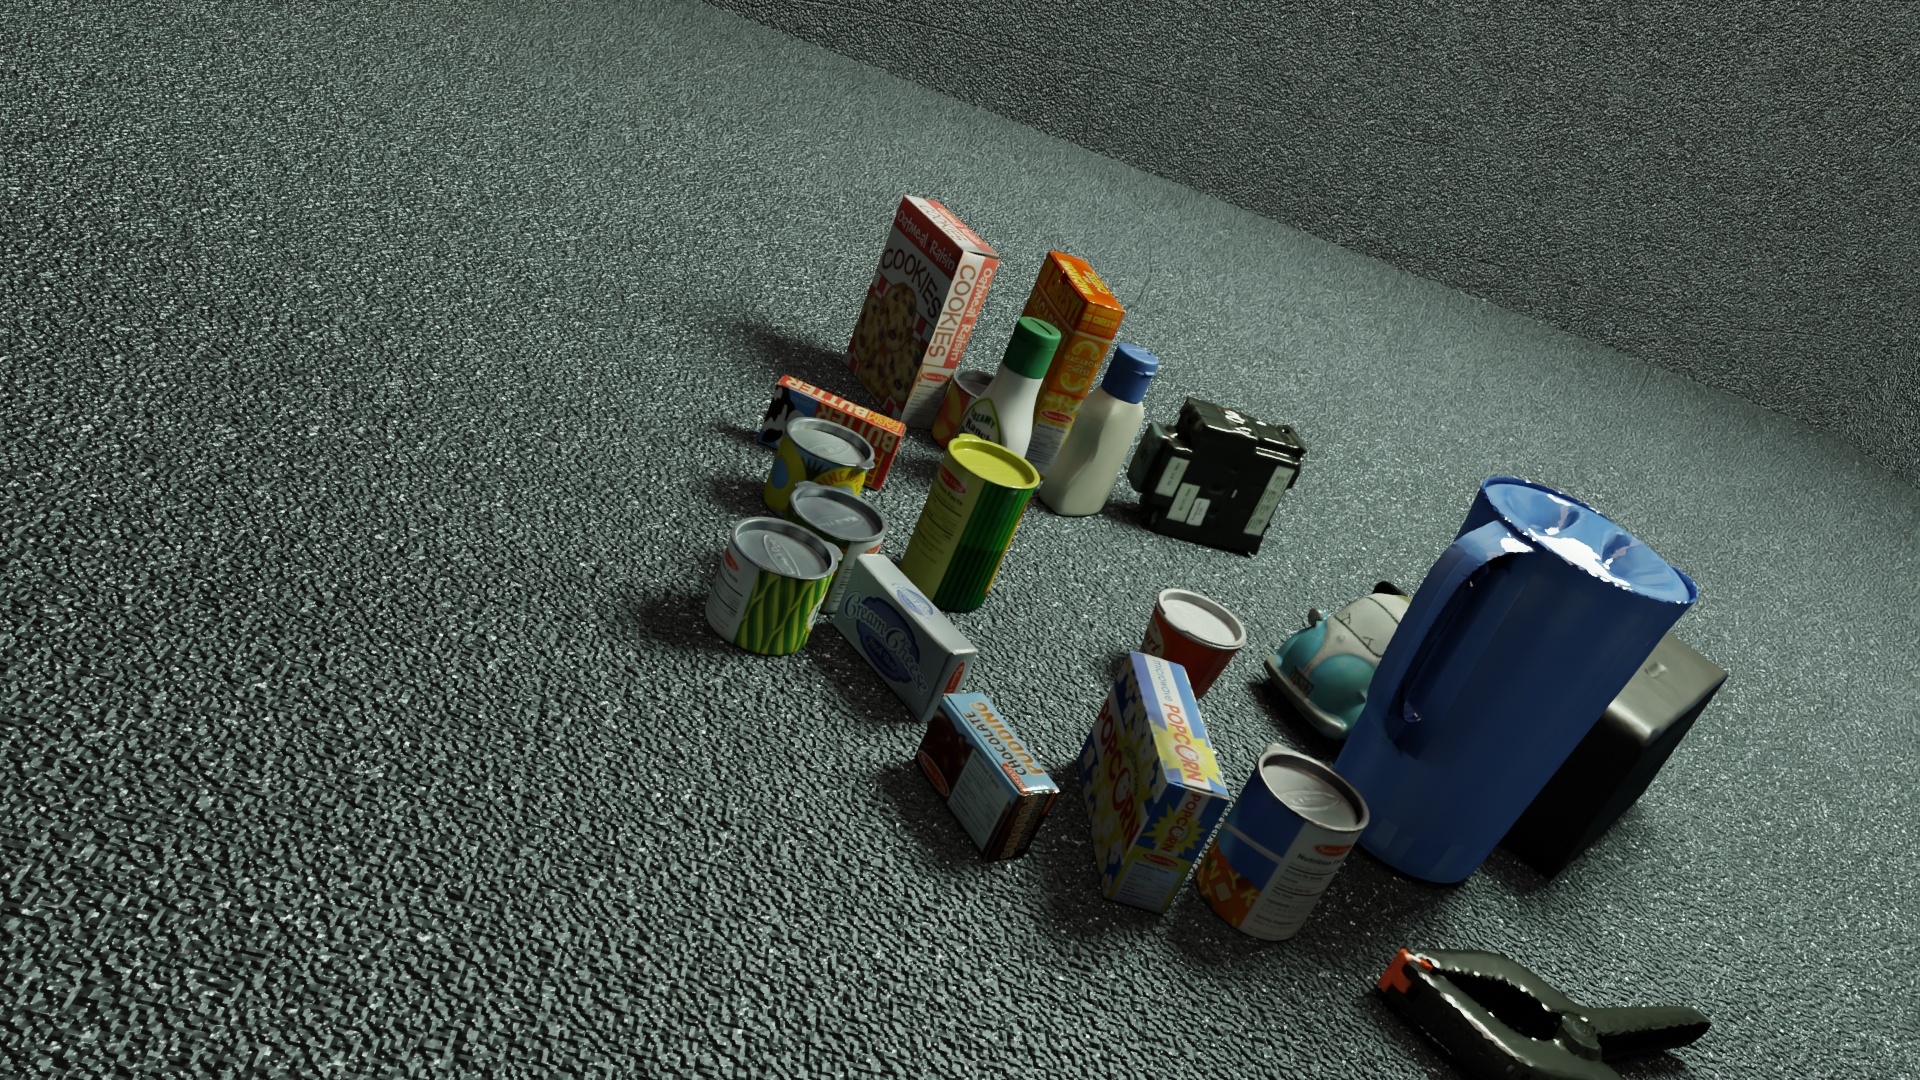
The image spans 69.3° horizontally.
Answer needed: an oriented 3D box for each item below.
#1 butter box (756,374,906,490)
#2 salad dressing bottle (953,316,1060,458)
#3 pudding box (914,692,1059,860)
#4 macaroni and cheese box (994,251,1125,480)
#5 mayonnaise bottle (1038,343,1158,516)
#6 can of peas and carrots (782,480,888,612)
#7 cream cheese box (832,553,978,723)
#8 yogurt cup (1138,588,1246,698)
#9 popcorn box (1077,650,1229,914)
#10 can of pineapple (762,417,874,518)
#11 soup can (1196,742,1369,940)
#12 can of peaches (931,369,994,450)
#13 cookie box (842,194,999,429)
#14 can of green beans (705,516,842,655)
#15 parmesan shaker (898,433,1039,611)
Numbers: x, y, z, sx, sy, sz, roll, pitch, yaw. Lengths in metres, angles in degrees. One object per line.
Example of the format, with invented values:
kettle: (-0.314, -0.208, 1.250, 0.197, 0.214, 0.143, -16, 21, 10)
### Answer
butter box: (-0.099, -0.082, 1.067, 0.103, 0.053, 0.024, 22, 25, -2)
salad dressing bottle: (0.036, -0.107, 1.116, 0.044, 0.147, 0.064, -1, 35, -42)
pudding box: (0.013, 0.127, 0.758, 0.030, 0.049, 0.084, 2, 33, -38)
macaroni and cheese box: (0.077, -0.155, 1.221, 0.040, 0.165, 0.124, 13, 27, -21)
mayonnaise bottle: (0.118, -0.091, 1.152, 0.065, 0.147, 0.041, -4, 36, -45)
can of peas and carrots: (-0.089, 0.004, 0.901, 0.071, 0.058, 0.071, 19, 26, -9)
cream cheese box: (-0.036, 0.058, 0.847, 0.024, 0.053, 0.104, -3, 35, -43)
yogurt cup: (0.159, 0.074, 0.976, 0.072, 0.053, 0.073, 19, 26, -9)
popcorn box: (0.105, 0.133, 0.782, 0.038, 0.084, 0.127, 17, 26, -12)
can of pineapple: (-0.101, -0.046, 0.990, 0.071, 0.057, 0.071, 19, 26, -9)
soup can: (0.177, 0.168, 0.774, 0.071, 0.083, 0.071, 19, 26, -9)
can of peaches: (0.015, -0.108, 1.204, 0.071, 0.057, 0.071, 19, 26, -9)
cookie box: (-0.037, -0.200, 1.213, 0.040, 0.166, 0.123, 5, 31, -34)
can of green beans: (-0.114, 0.027, 0.836, 0.071, 0.057, 0.071, 19, 26, -9)
parmesan shaker: (0.003, -0.012, 0.957, 0.071, 0.102, 0.071, 19, 25, -9)
